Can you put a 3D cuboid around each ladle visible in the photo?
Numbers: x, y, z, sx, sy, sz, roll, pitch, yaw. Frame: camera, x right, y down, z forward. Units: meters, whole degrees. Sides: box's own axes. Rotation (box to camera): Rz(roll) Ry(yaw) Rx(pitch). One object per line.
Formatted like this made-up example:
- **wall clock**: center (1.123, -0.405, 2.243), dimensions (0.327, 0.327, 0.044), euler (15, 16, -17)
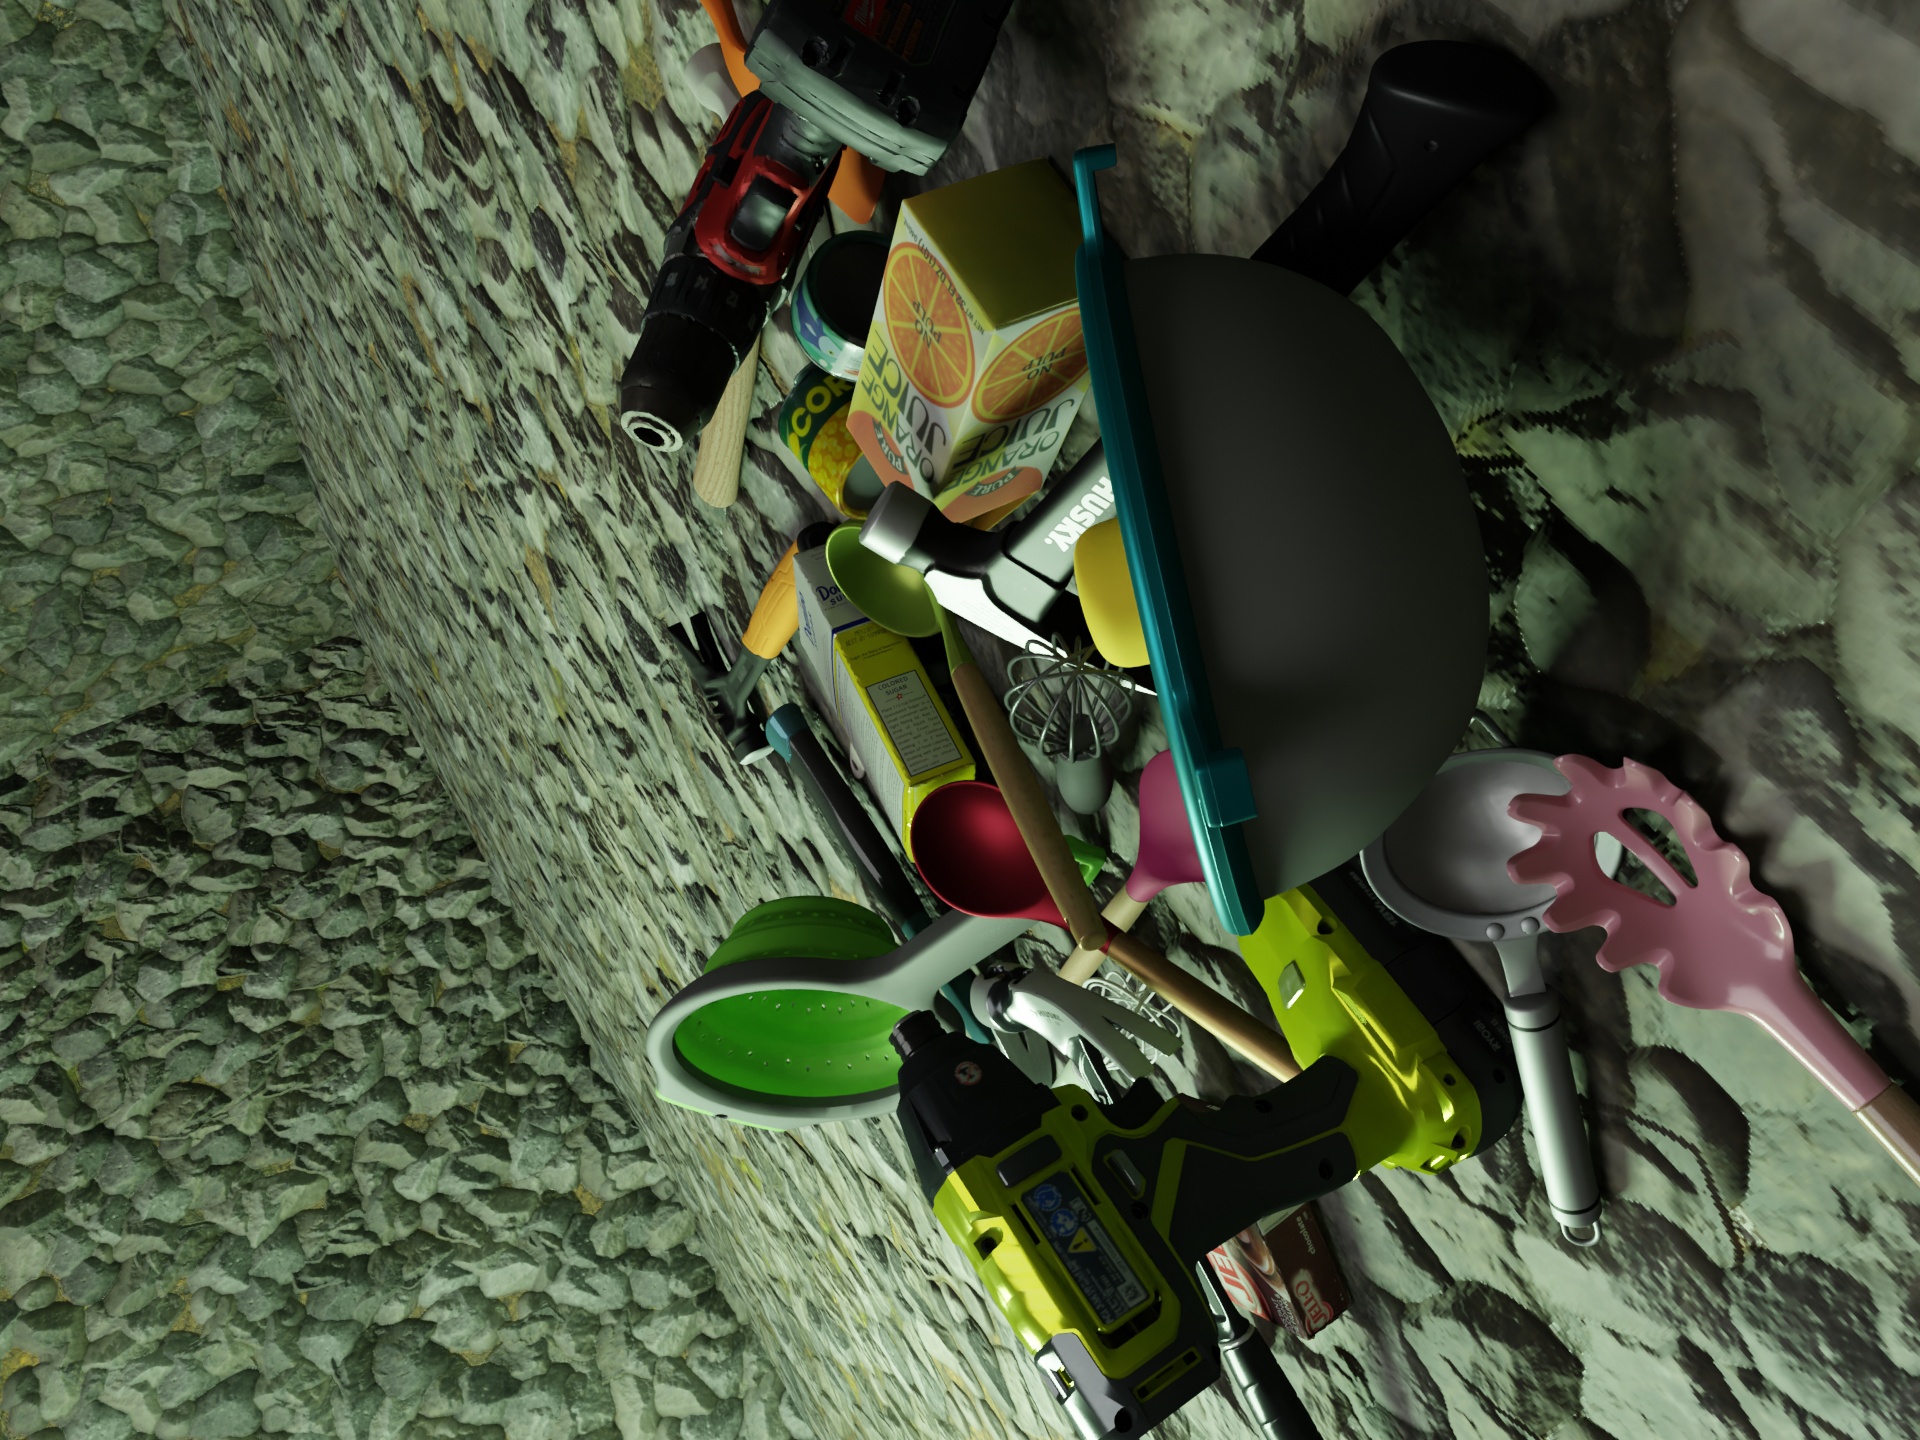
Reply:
- **ladle**: center (0.096, 0.122, 0.780), dimensions (0.316, 0.031, 0.069), euler (33, 99, 32)
- **ladle**: center (-0.001, -0.002, 0.777), dimensions (0.321, 0.062, 0.078), euler (-115, 5, -47)

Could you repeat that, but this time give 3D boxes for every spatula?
- **spatula**: center (-0.128, -0.389, 0.810), dimensions (0.323, 0.041, 0.081), euler (61, 157, 19)

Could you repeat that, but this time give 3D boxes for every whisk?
- **whisk**: center (0.053, 0.011, 0.719), dimensions (0.055, 0.055, 0.238), euler (57, 177, 17)
- **whisk**: center (0.078, 0.199, 0.926), dimensions (0.058, 0.059, 0.246), euler (30, 152, 8)

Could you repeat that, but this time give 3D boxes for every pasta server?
- **pasta server**: center (0.282, 0.132, 0.457), dimensions (0.316, 0.040, 0.060), euler (52, 121, 22)

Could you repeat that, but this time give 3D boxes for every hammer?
- **hammer**: center (0.139, 0.305, 0.822), dimensions (0.408, 0.036, 0.149), euler (61, 157, -11)
- **hammer**: center (-0.132, -0.230, 0.956), dimensions (0.130, 0.031, 0.331), euler (58, 155, 17)
- **hammer**: center (-0.139, -0.068, 1.122), dimensions (0.127, 0.034, 0.337), euler (61, 156, 5)
- **hammer**: center (-0.040, 0.127, 1.099), dimensions (0.331, 0.033, 0.128), euler (55, 154, 17)
- **hammer**: center (0.085, -0.113, 0.577), dimensions (0.146, 0.035, 0.334), euler (31, 148, -10)

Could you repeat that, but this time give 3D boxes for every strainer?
- **strainer**: center (0.119, -0.029, 0.531), dimensions (0.340, 0.095, 0.211), euler (49, -150, -66)
- **strainer**: center (0.204, 0.096, 0.577), dimensions (0.050, 0.087, 0.258), euler (-67, -39, -59)

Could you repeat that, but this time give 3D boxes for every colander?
- **colander**: center (-0.050, 0.139, 0.990), dimensions (0.397, 0.204, 0.095), euler (-40, 38, 39)

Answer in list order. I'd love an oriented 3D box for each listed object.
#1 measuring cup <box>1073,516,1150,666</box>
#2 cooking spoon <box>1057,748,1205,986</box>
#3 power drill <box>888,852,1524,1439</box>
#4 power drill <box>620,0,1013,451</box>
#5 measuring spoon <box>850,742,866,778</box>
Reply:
- **measuring cup**: center (0.076, -0.023, 0.631), dimensions (0.156, 0.029, 0.062), euler (57, -156, -54)
- **cooking spoon**: center (0.087, 0.098, 0.837), dimensions (0.069, 0.017, 0.318), euler (46, 153, 13)
- **power drill**: center (0.094, 0.148, 0.623), dimensions (0.171, 0.223, 0.080), euler (53, 153, 23)
- **power drill**: center (-0.074, -0.224, 0.662), dimensions (0.080, 0.188, 0.226), euler (27, 157, -18)
- **measuring spoon**: center (-0.072, 0.006, 1.073), dimensions (0.034, 0.018, 0.124), euler (52, 154, 26)
